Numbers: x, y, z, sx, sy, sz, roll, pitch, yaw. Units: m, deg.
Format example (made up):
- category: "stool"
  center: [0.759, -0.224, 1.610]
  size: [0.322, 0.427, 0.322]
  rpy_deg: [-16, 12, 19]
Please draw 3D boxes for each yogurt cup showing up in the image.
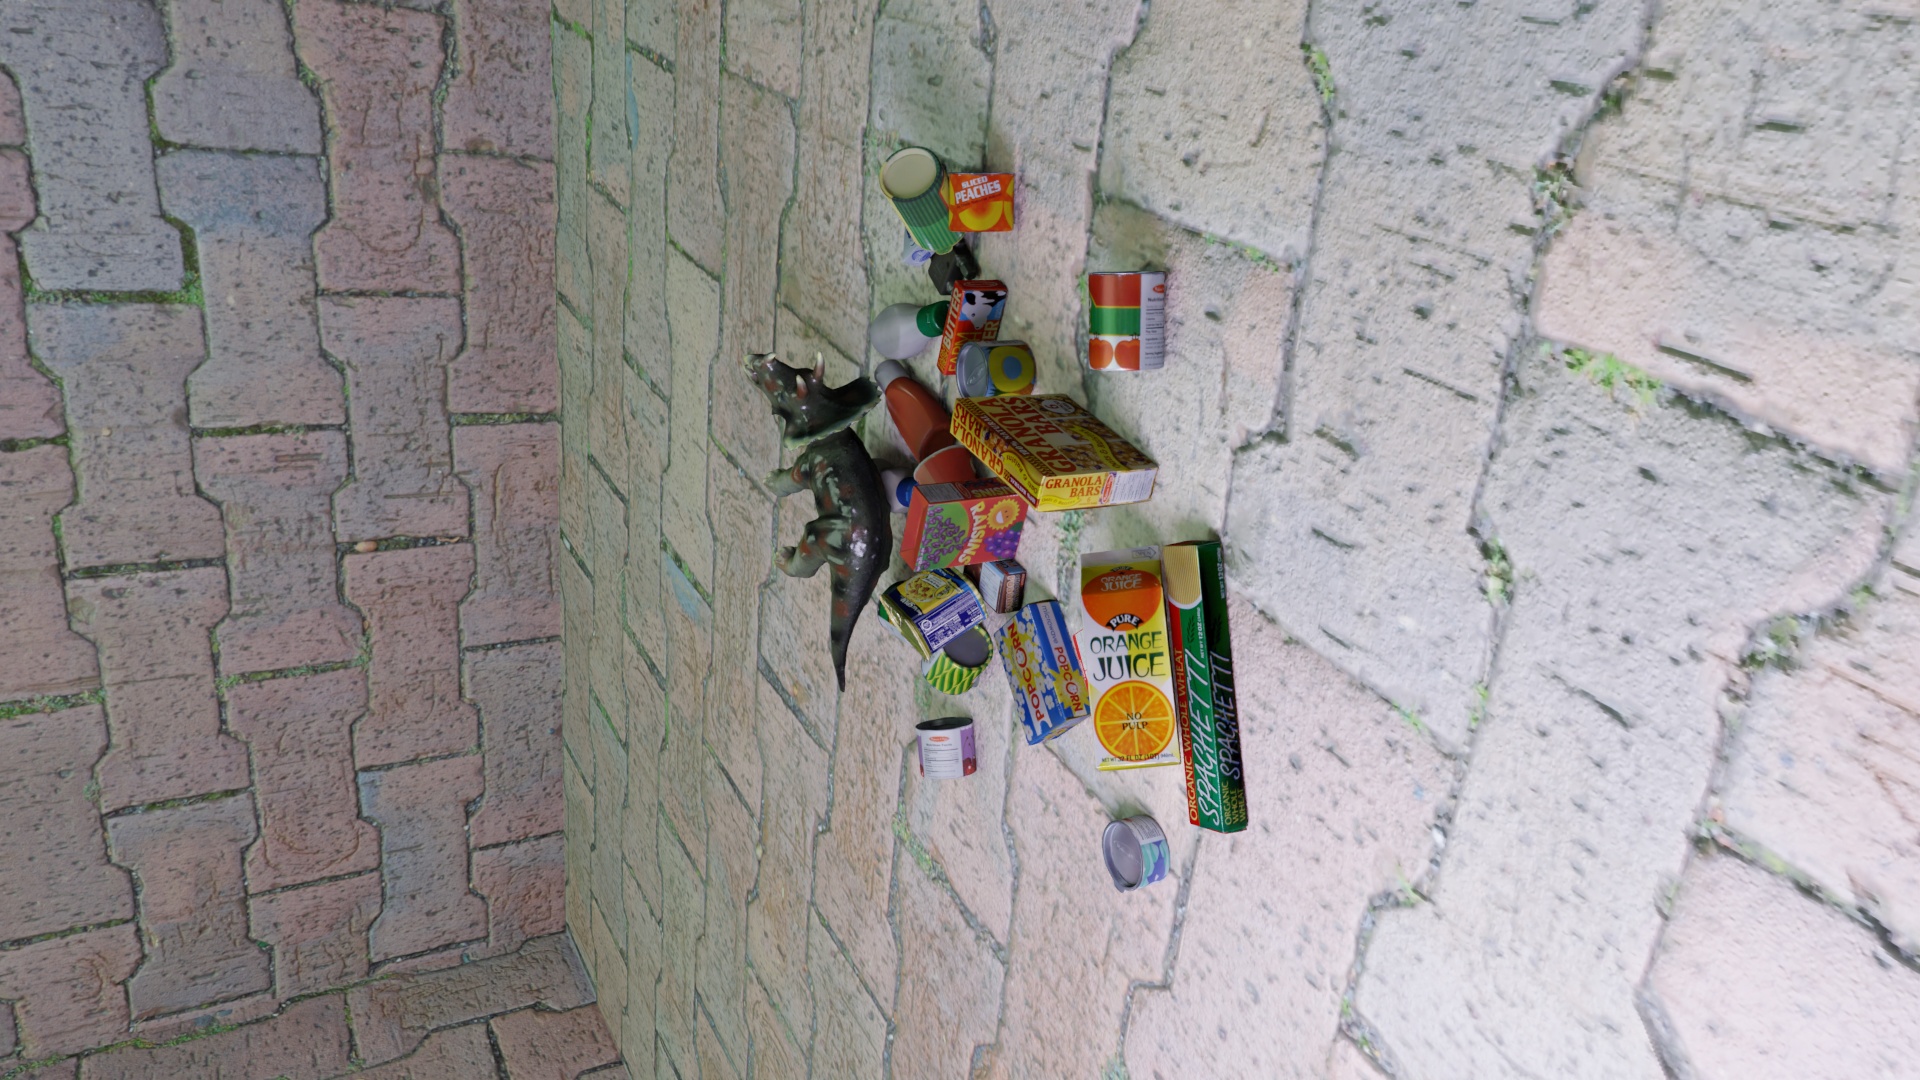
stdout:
- category: "yogurt cup"
  center: [-0.010, -0.064, 1.515]
  size: [0.054, 0.072, 0.072]
  rpy_deg: [62, 146, 20]

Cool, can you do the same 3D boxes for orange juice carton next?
- category: "orange juice carton"
  center: [0.147, 0.102, 1.212]
  size: [0.073, 0.072, 0.193]
  rpy_deg: [46, -141, -76]

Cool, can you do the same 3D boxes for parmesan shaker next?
- category: "parmesan shaker"
  center: [-0.036, -0.349, 1.431]
  size: [0.103, 0.071, 0.071]
  rpy_deg: [45, -156, -67]

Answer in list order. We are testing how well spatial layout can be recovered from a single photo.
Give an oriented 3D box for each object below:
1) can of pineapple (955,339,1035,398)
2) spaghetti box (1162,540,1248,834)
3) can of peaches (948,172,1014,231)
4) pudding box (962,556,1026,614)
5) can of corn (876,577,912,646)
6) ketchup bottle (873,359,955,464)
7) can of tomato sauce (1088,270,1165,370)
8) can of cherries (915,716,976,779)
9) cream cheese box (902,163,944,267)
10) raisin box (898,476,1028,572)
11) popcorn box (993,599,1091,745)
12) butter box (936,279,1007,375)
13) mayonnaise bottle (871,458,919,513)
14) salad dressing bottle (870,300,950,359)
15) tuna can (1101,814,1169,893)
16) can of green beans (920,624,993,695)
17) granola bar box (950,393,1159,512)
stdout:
- category: "can of pineapple"
  center: [0.036, -0.169, 1.413]
  size: [0.071, 0.058, 0.070]
  rpy_deg: [22, 115, 59]
- category: "spaghetti box"
  center: [0.210, 0.125, 1.189]
  size: [0.050, 0.029, 0.249]
  rpy_deg: [-3, 93, 62]
- category: "can of peaches"
  center: [0.020, -0.339, 1.392]
  size: [0.071, 0.071, 0.058]
  rpy_deg: [25, 119, 57]
- category: "pudding box"
  center: [0.035, 0.037, 1.488]
  size: [0.084, 0.030, 0.049]
  rpy_deg: [43, 133, 50]
- category: "can of corn"
  center: [-0.054, 0.084, 1.626]
  size: [0.058, 0.071, 0.071]
  rpy_deg: [27, 120, 56]
- category: "ketchup bottle"
  center: [-0.056, -0.153, 1.599]
  size: [0.149, 0.043, 0.064]
  rpy_deg: [57, 141, 39]
- category: "can of tomato sauce"
  center: [0.142, -0.191, 1.204]
  size: [0.071, 0.071, 0.083]
  rpy_deg: [19, 113, 59]
- category: "can of cherries"
  center: [-0.015, 0.237, 1.589]
  size: [0.071, 0.072, 0.058]
  rpy_deg: [1, 98, 61]
- category: "cream cheese box"
  center: [-0.040, -0.357, 1.521]
  size: [0.053, 0.024, 0.104]
  rpy_deg: [151, 126, -61]
- category: "raisin box"
  center: [0.005, -0.018, 1.433]
  size: [0.040, 0.124, 0.085]
  rpy_deg: [49, 136, 45]
- category: "popcorn box"
  center: [0.083, 0.134, 1.412]
  size: [0.085, 0.038, 0.127]
  rpy_deg: [-46, 56, 54]
- category: "butter box"
  center: [0.011, -0.222, 1.452]
  size: [0.024, 0.053, 0.103]
  rpy_deg: [55, 140, 44]
- category: "mayonnaise bottle"
  center: [-0.078, -0.062, 1.663]
  size: [0.148, 0.041, 0.064]
  rpy_deg: [15, 110, 58]
- category: "salad dressing bottle"
  center: [-0.051, -0.242, 1.573]
  size: [0.147, 0.044, 0.064]
  rpy_deg: [-2, 94, 60]
- category: "tuna can"
  center: [0.164, 0.295, 1.304]
  size: [0.071, 0.033, 0.071]
  rpy_deg: [21, 114, 59]
- category: "can of green beans"
  center: [-0.003, 0.129, 1.540]
  size: [0.057, 0.071, 0.071]
  rpy_deg: [-57, 48, 49]
- category: "granola bar box"
  center: [0.083, -0.083, 1.276]
  size: [0.166, 0.124, 0.038]
  rpy_deg: [46, 133, 48]
